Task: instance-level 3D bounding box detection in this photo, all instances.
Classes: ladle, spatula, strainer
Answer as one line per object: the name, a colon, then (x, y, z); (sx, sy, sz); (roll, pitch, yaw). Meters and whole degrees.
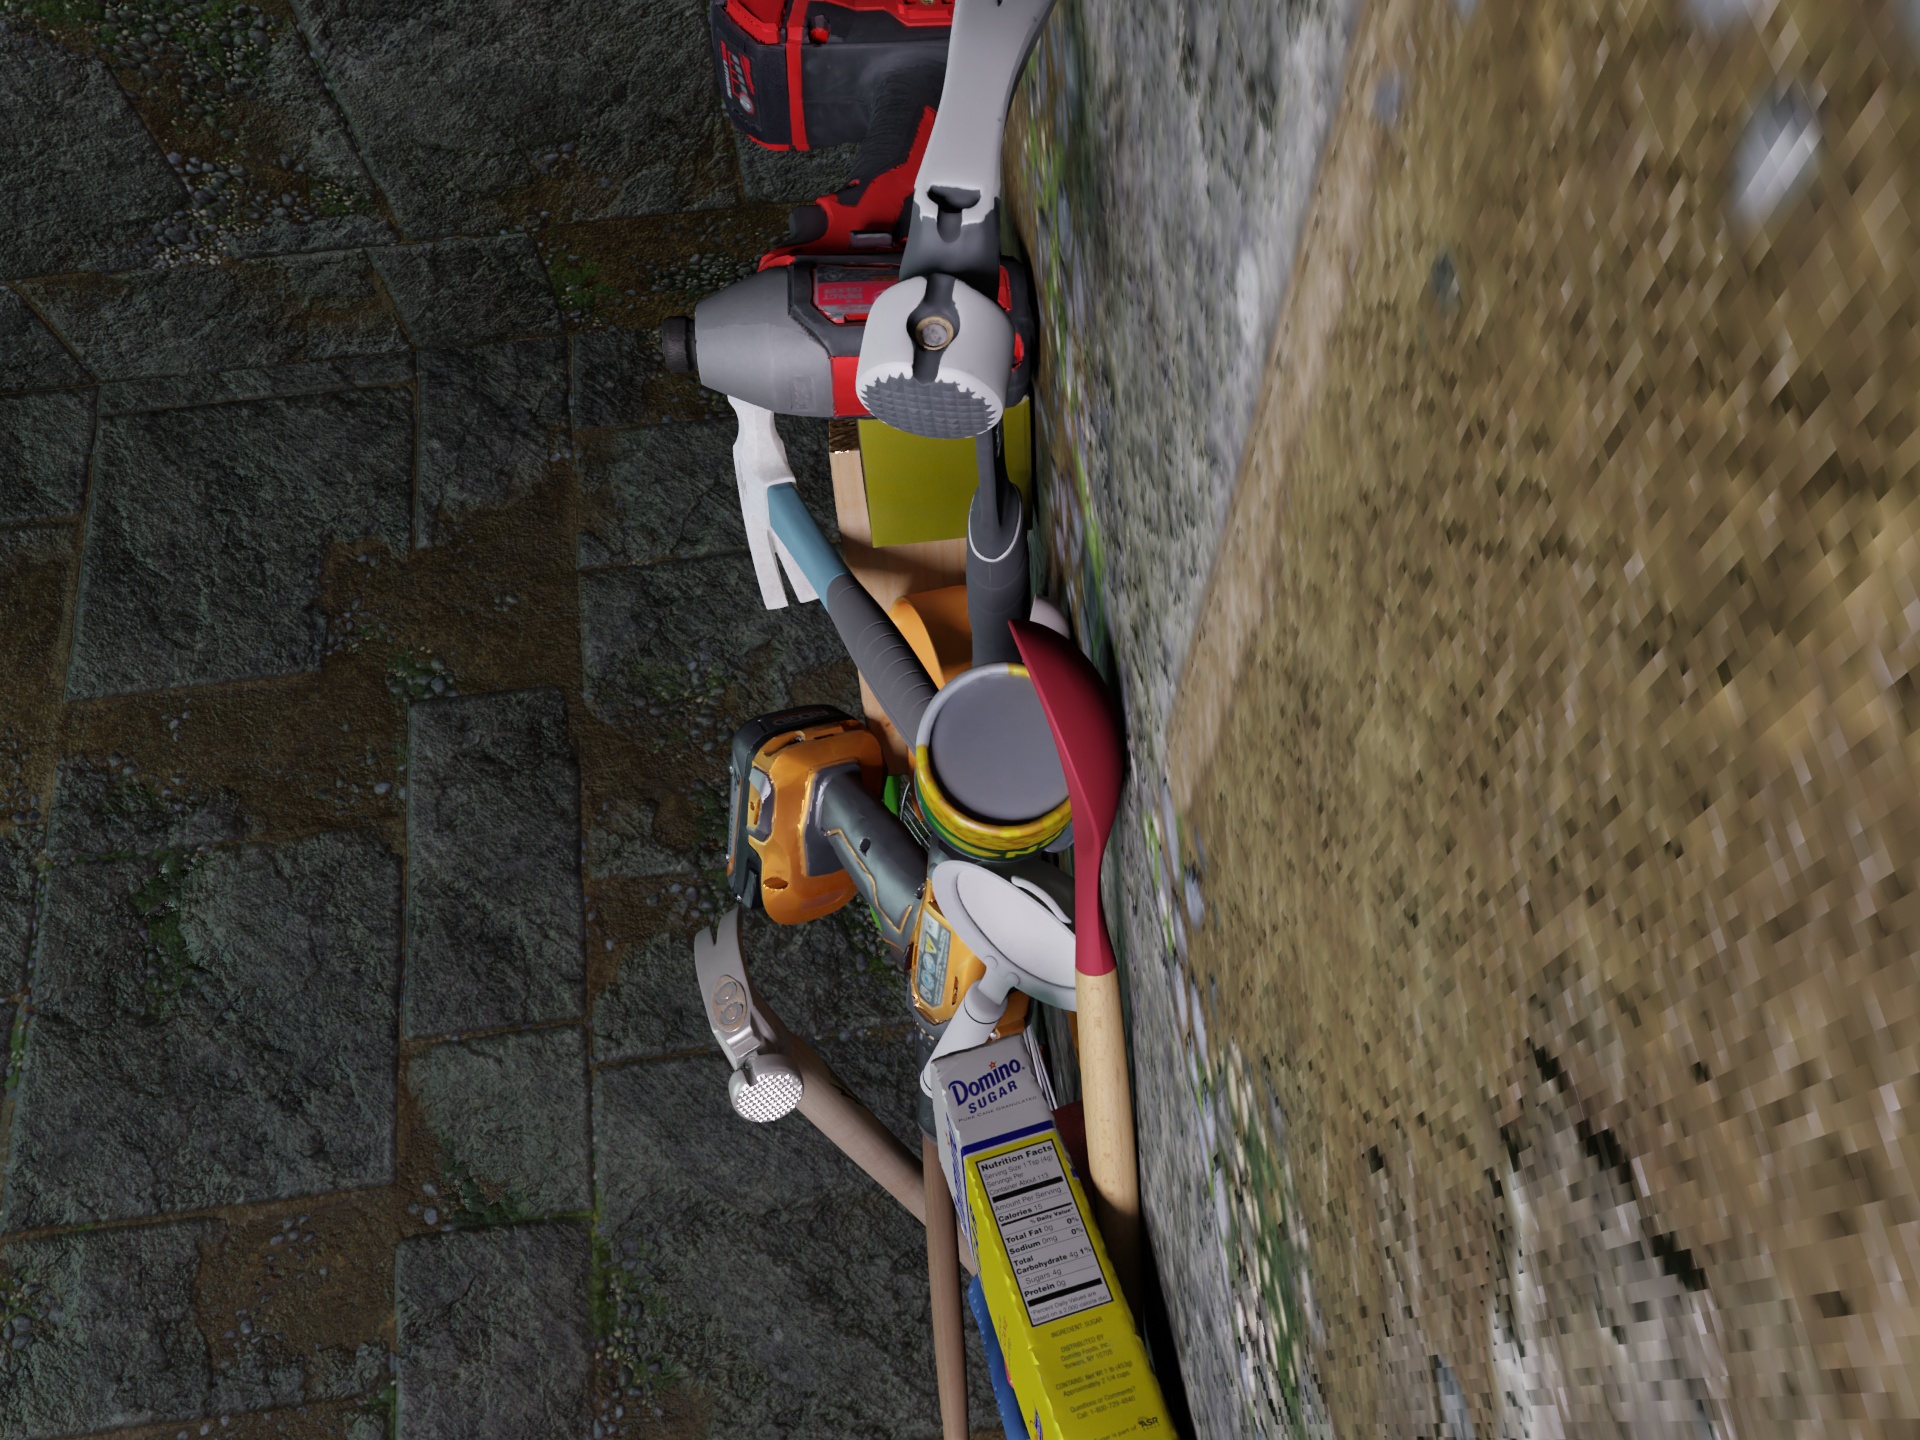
ladle: (0.049, 0.108, 0.560); (0.069, 0.031, 0.315); (-106, 7, -63)
spatula: (-0.013, 0.267, 0.931); (0.316, 0.018, 0.059); (-97, -4, -48)
strainer: (0.013, 0.118, 0.702); (0.050, 0.087, 0.258); (-46, -13, -34)

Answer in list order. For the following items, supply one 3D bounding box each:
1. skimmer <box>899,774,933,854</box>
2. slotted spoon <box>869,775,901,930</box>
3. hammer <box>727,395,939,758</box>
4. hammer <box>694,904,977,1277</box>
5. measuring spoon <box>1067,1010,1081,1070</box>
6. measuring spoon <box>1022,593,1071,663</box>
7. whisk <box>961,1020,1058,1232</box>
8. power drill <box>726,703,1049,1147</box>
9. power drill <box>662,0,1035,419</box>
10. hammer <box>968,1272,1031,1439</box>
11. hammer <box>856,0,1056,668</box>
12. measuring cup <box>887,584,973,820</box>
skimmer: (0.008, -0.045, 1.080); (0.127, 0.090, 0.363); (-118, 31, -69)
slotted spoon: (-0.048, -0.001, 1.062); (0.070, 0.031, 0.314); (131, 140, -62)
hammer: (-0.055, -0.057, 0.808); (0.331, 0.033, 0.128); (-125, 26, -46)
hammer: (-0.037, 0.278, 0.995); (0.410, 0.038, 0.146); (55, -176, -38)
measuring spoon: (0.050, 0.135, 0.772); (0.117, 0.011, 0.021); (-101, 5, -62)
measuring spoon: (0.037, -0.026, 0.654); (0.124, 0.018, 0.034); (48, -128, -83)
whisk: (0.030, 0.171, 0.920); (0.070, 0.070, 0.285); (87, -179, -56)
power drill: (-0.042, 0.110, 0.869); (0.226, 0.084, 0.185); (34, 127, 44)
power drill: (-0.050, -0.218, 0.654); (0.078, 0.143, 0.220); (92, 173, -61)
hammer: (0.036, 0.357, 0.764); (0.405, 0.035, 0.144); (-143, 28, -84)
hammer: (0.011, -0.086, 0.573); (0.408, 0.036, 0.149); (82, -164, -72)
measuring cup: (-0.001, -0.003, 0.886); (0.173, 0.052, 0.095); (94, 156, -51)
